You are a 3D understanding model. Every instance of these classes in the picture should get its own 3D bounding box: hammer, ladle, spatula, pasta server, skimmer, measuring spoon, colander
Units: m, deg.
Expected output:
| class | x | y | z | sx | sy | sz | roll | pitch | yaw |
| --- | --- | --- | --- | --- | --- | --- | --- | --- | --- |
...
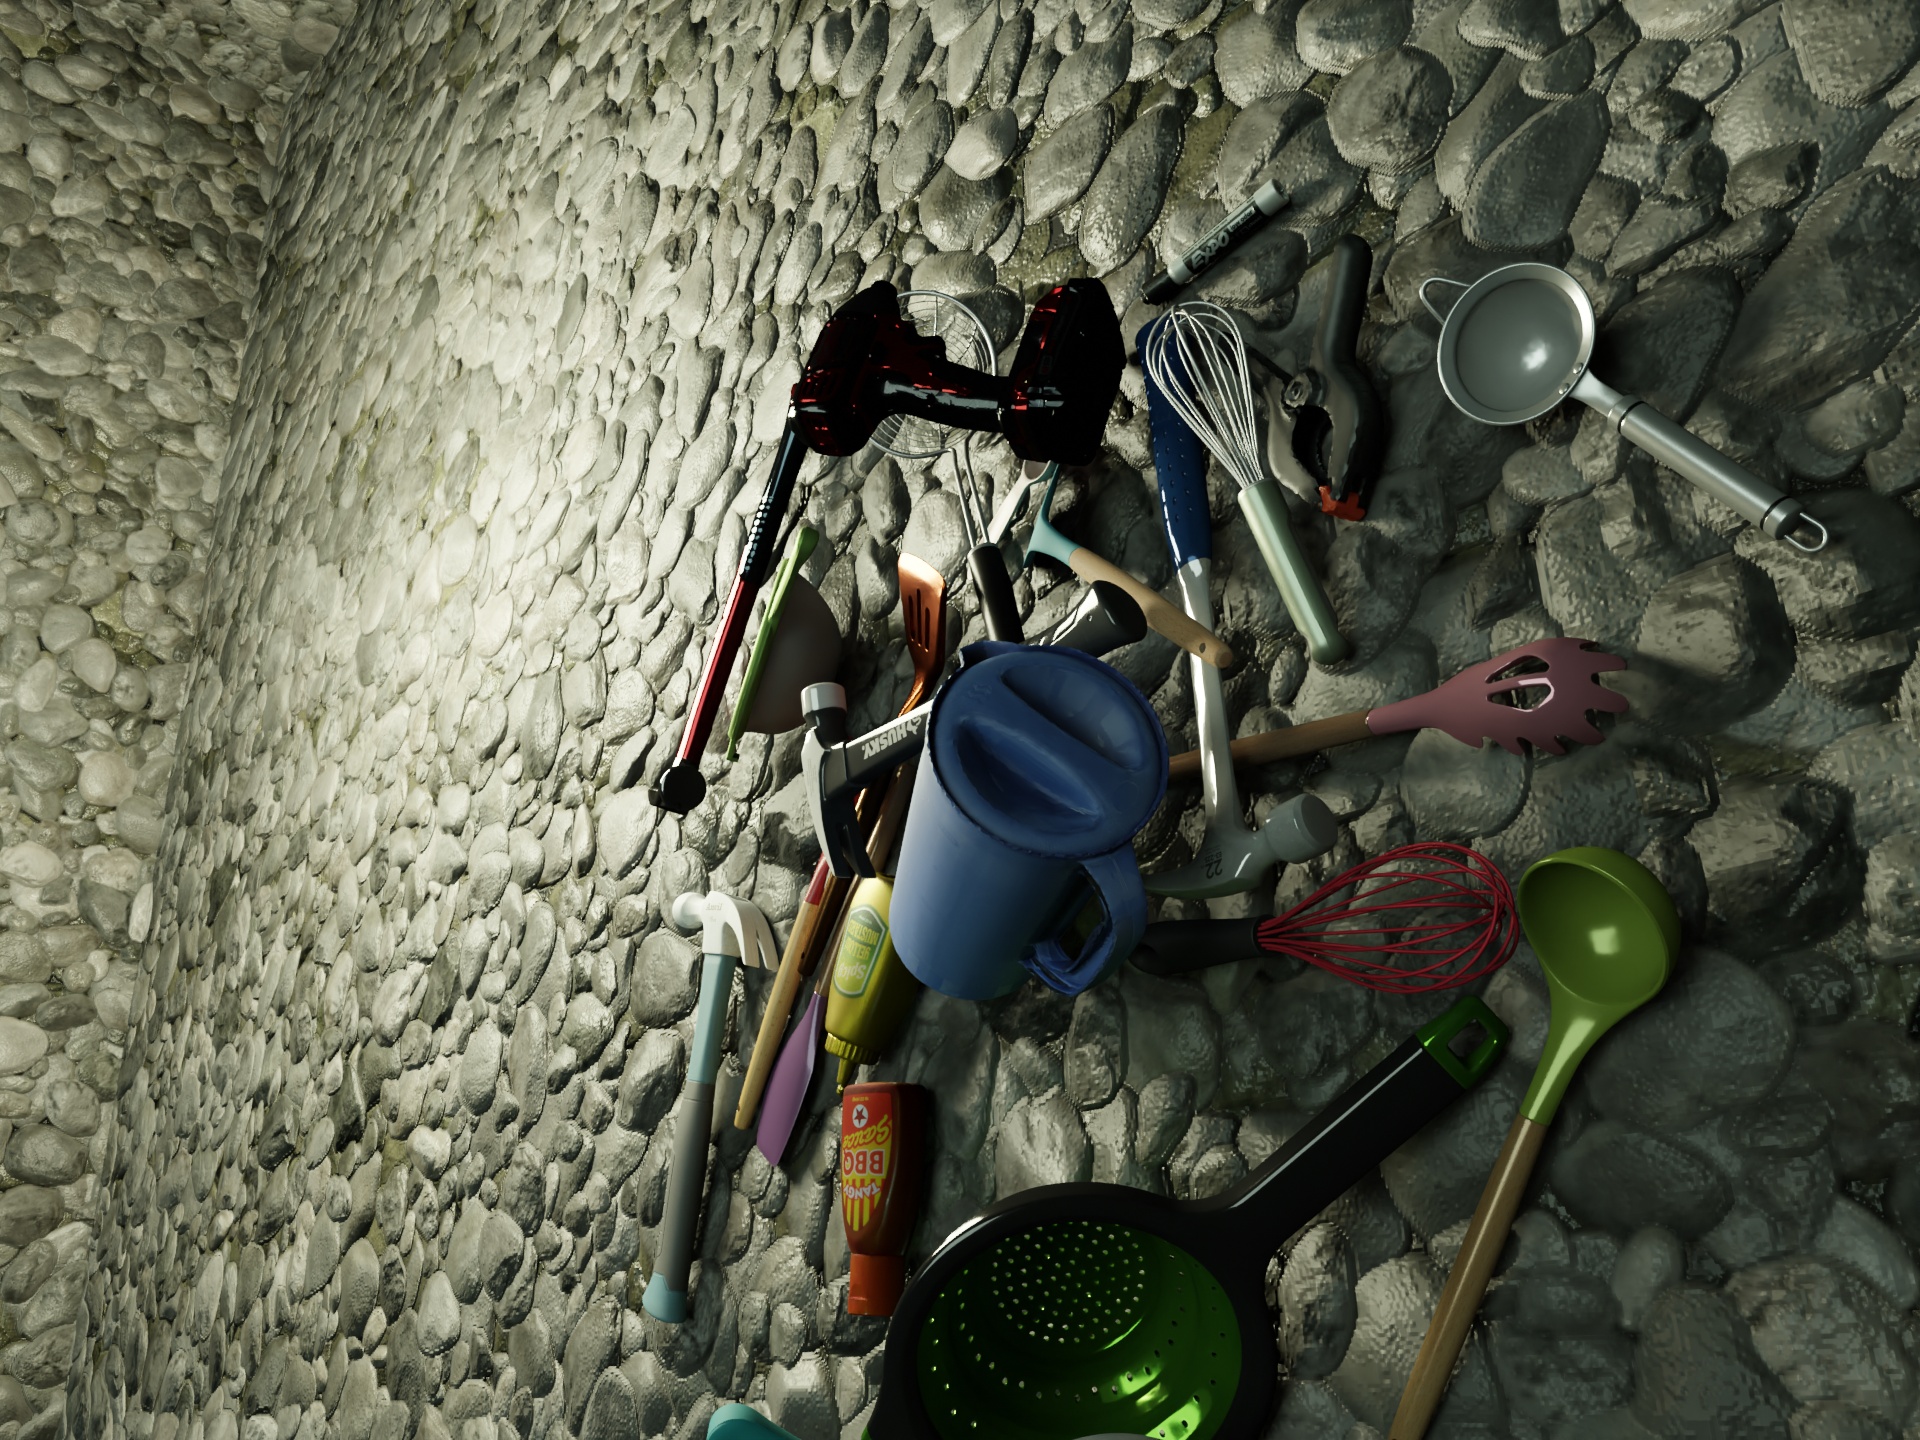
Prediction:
| class | x | y | z | sx | sy | sz | roll | pitch | yaw |
| --- | --- | --- | --- | --- | --- | --- | --- | --- | --- |
| hammer | -0.208 | 0.301 | 1.262 | 0.128 | 0.033 | 0.331 | -7 | 71 | 49 |
| ladle | -0.122 | 0.164 | 1.217 | 0.069 | 0.031 | 0.315 | -154 | 81 | -70 |
| spatula | -0.094 | 0.179 | 1.187 | 0.060 | 0.018 | 0.316 | 28 | 98 | 59 |
| spatula | 0.095 | -0.093 | 0.996 | 0.318 | 0.044 | 0.082 | 48 | 122 | 59 |
| pasta server | 0.215 | 0.008 | 0.892 | 0.316 | 0.040 | 0.060 | -17 | 64 | 49 |
| skimmer | -0.010 | -0.173 | 1.132 | 0.127 | 0.090 | 0.364 | -31 | 43 | 18 |
| hammer | -0.190 | -0.106 | 1.374 | 0.143 | 0.038 | 0.386 | 165 | 123 | -73 |
| hammer | 0.140 | -0.082 | 0.979 | 0.144 | 0.035 | 0.406 | -33 | 49 | 42 |
| ladle | 0.254 | 0.211 | 0.748 | 0.078 | 0.062 | 0.320 | 26 | 99 | 48 |
| hammer | -0.002 | -0.003 | 1.023 | 0.335 | 0.035 | 0.146 | -29 | 62 | 47 |
| measuring spoon | 0.040 | -0.152 | 1.163 | 0.124 | 0.018 | 0.034 | -58 | 34 | 26 |
| colander | 0.120 | 0.271 | 0.848 | 0.397 | 0.204 | 0.094 | -43 | 10 | 9 |
| spatula | -0.067 | 0.039 | 1.152 | 0.081 | 0.041 | 0.322 | 39 | 111 | 57 |

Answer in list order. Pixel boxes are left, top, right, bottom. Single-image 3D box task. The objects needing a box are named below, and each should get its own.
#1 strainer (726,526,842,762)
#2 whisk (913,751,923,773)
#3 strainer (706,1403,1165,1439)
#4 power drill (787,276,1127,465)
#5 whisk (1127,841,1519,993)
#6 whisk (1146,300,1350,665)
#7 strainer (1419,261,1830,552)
| class | x | y | z | sx | sy | sz | roll | pitch | yaw |
| --- | --- | --- | --- | --- | --- | --- | --- | --- | --- |
| strainer | -0.117 | -0.070 | 1.218 | 0.256 | 0.069 | 0.152 | 124 | 162 | -61 |
| whisk | -0.010 | 0.084 | 1.109 | 0.055 | 0.055 | 0.239 | -39 | 45 | 33 |
| strainer | 0.026 | 0.396 | 0.775 | 0.211 | 0.340 | 0.095 | -53 | 12 | 12 |
| power drill | -0.004 | -0.250 | 1.115 | 0.220 | 0.078 | 0.143 | 7 | 62 | 23 |
| whisk | 0.176 | 0.114 | 0.844 | 0.296 | 0.073 | 0.073 | -21 | 60 | 59 |
| whisk | 0.174 | -0.144 | 0.943 | 0.059 | 0.057 | 0.246 | -25 | 74 | 13 |
| strainer | 0.333 | -0.157 | 0.807 | 0.259 | 0.050 | 0.087 | 52 | 122 | 39 |
